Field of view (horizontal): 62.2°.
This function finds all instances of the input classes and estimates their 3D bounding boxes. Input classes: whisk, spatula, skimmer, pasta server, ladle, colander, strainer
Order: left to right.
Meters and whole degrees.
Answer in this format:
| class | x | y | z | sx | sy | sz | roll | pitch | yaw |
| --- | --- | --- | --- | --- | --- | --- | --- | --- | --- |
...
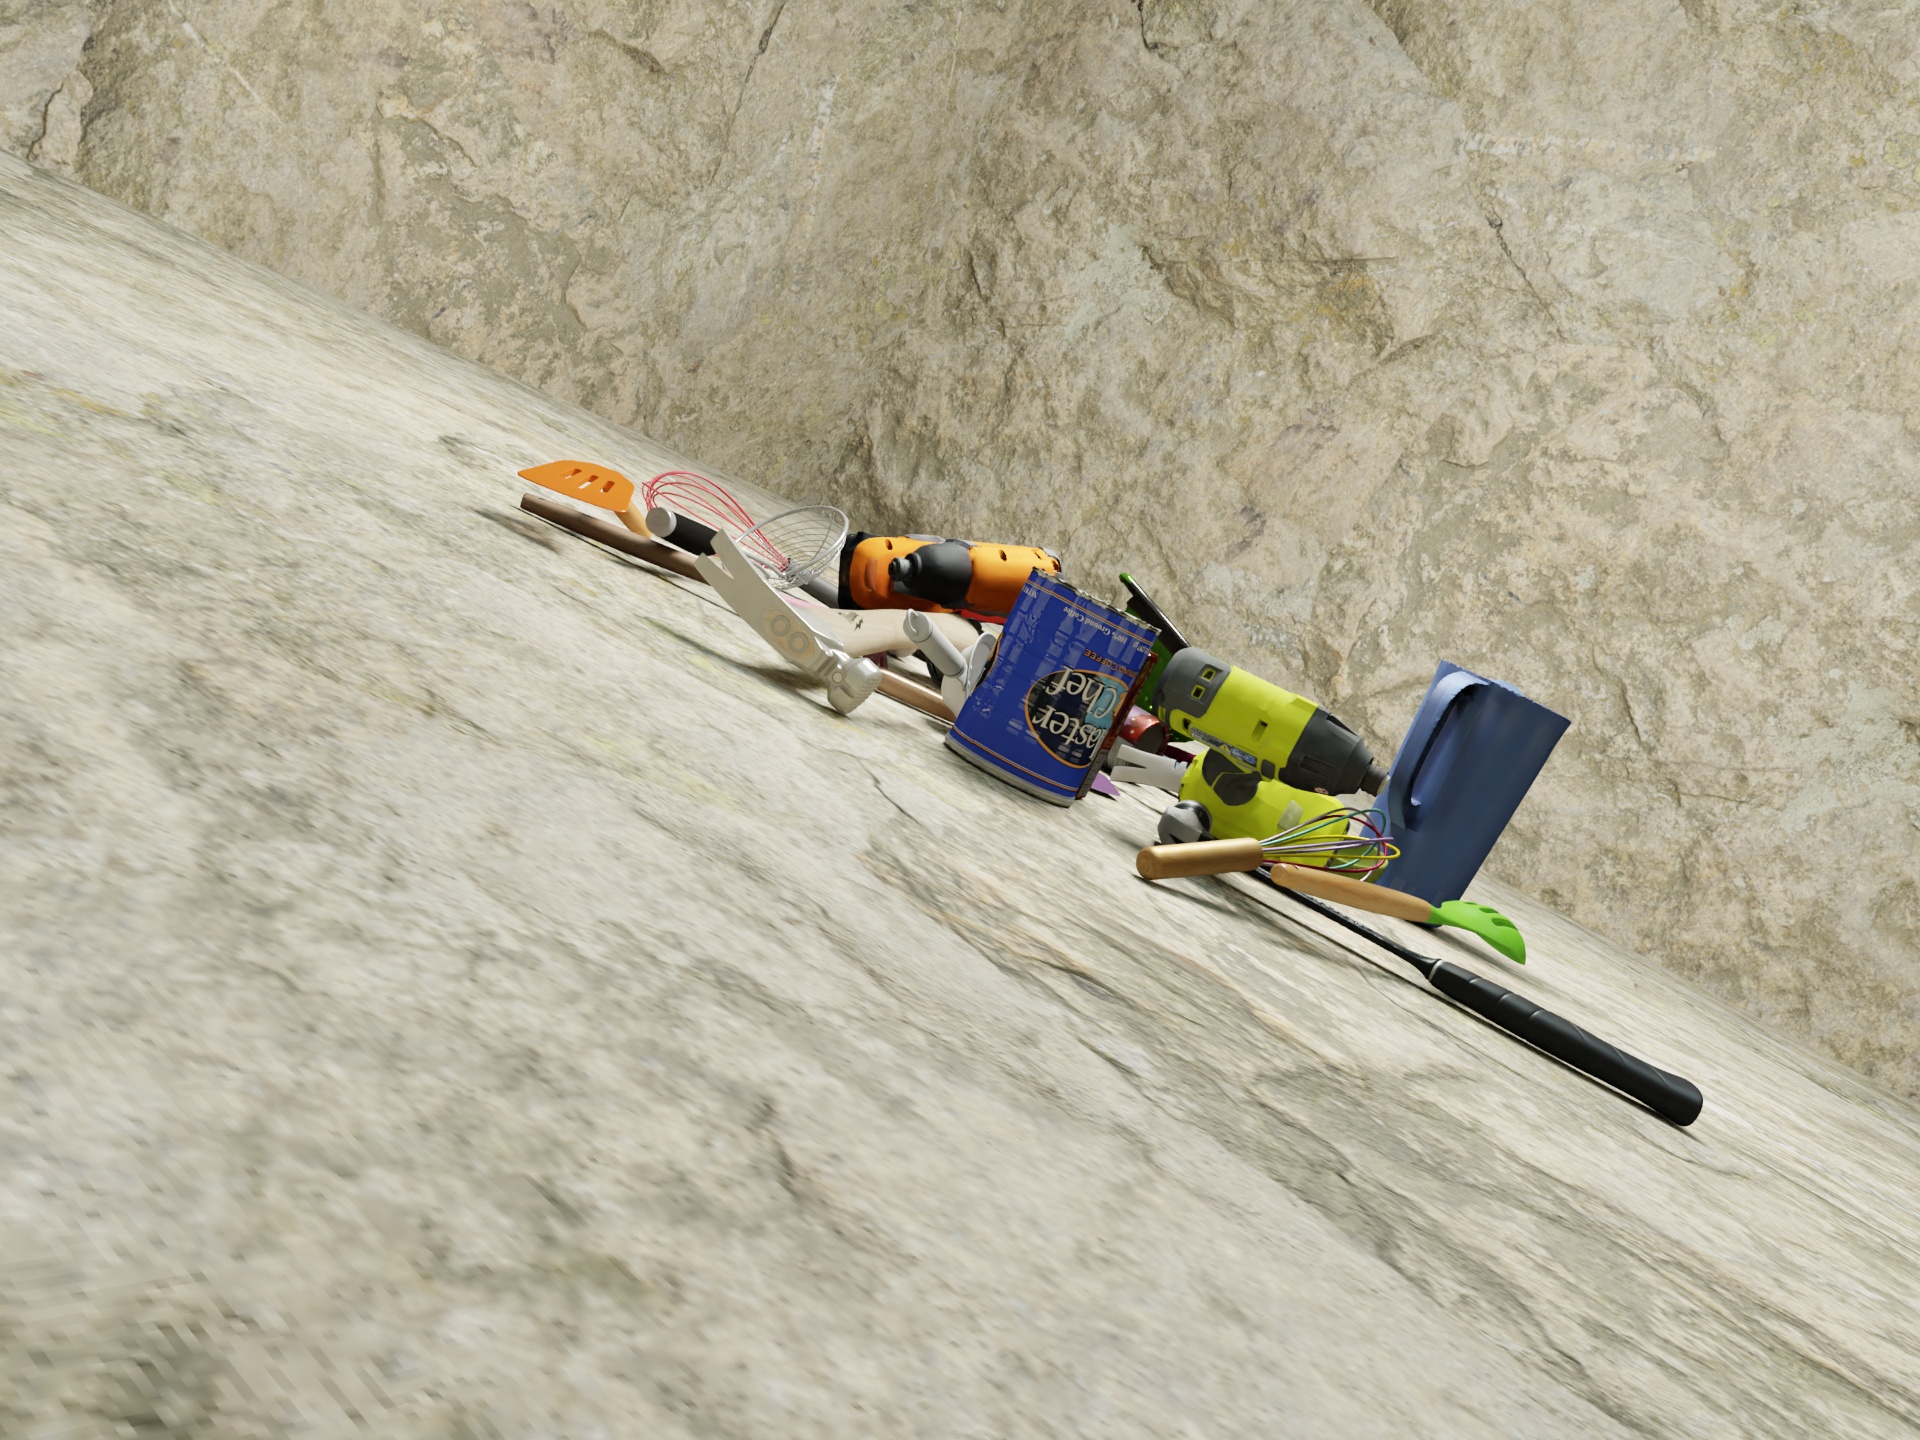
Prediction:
| class | x | y | z | sx | sy | sz | roll | pitch | yaw |
| --- | --- | --- | --- | --- | --- | --- | --- | --- | --- |
| spatula | -0.277 | -0.167 | 1.271 | 0.081 | 0.041 | 0.322 | 20 | -4 | -2 |
| pasta server | -0.198 | -0.107 | 1.260 | 0.316 | 0.040 | 0.060 | 22 | 7 | -9 |
| skimmer | -0.196 | -0.173 | 1.389 | 0.127 | 0.090 | 0.363 | -12 | -5 | 12 |
| whisk | -0.195 | -0.166 | 1.613 | 0.295 | 0.073 | 0.073 | 31 | 4 | -25 |
| strainer | -0.006 | -0.040 | 1.154 | 0.050 | 0.087 | 0.258 | 5 | -12 | 15 |
| spatula | -0.002 | -0.004 | 1.251 | 0.315 | 0.018 | 0.060 | 25 | 15 | -23 |
| colander | 0.263 | 0.024 | 1.691 | 0.397 | 0.094 | 0.204 | 51 | 5 | 1 |
| whisk | 0.209 | 0.087 | 1.049 | 0.244 | 0.051 | 0.047 | 0 | 42 | -39 |
| ladle | 0.286 | 0.053 | 1.360 | 0.078 | 0.062 | 0.319 | 34 | -12 | 47 |

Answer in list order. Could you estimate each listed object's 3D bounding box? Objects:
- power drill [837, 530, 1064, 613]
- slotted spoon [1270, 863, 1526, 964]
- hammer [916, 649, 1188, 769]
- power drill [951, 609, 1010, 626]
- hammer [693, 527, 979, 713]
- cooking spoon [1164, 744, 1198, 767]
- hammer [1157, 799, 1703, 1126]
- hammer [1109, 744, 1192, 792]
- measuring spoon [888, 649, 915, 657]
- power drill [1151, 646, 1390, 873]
| class | x | y | z | sx | sy | sz | roll | pitch | yaw |
| --- | --- | --- | --- | --- | --- | --- | --- | --- | --- |
| power drill | -0.031 | -0.135 | 1.481 | 0.164 | 0.084 | 0.227 | 2 | 3 | -31 |
| slotted spoon | 0.310 | 0.130 | 1.107 | 0.313 | 0.031 | 0.070 | 17 | 15 | -43 |
| hammer | 0.106 | -0.003 | 1.590 | 0.386 | 0.038 | 0.143 | 29 | 8 | 17 |
| power drill | 0.031 | -0.111 | 1.762 | 0.226 | 0.080 | 0.188 | 21 | -21 | -20 |
| hammer | -0.066 | -0.075 | 1.213 | 0.146 | 0.038 | 0.410 | 44 | 12 | 9 |
| cooking spoon | 0.252 | 0.041 | 1.572 | 0.068 | 0.017 | 0.319 | 36 | -13 | -11 |
| hammer | 0.320 | 0.167 | 1.113 | 0.409 | 0.036 | 0.149 | 28 | 8 | 12 |
| hammer | 0.275 | 0.090 | 1.488 | 0.127 | 0.034 | 0.336 | 13 | -7 | 40 |
| measuring spoon | -0.084 | -0.072 | 1.504 | 0.034 | 0.018 | 0.124 | 31 | 14 | 29 |
| power drill | 0.234 | 0.042 | 1.197 | 0.171 | 0.080 | 0.223 | 28 | -17 | 20 |
